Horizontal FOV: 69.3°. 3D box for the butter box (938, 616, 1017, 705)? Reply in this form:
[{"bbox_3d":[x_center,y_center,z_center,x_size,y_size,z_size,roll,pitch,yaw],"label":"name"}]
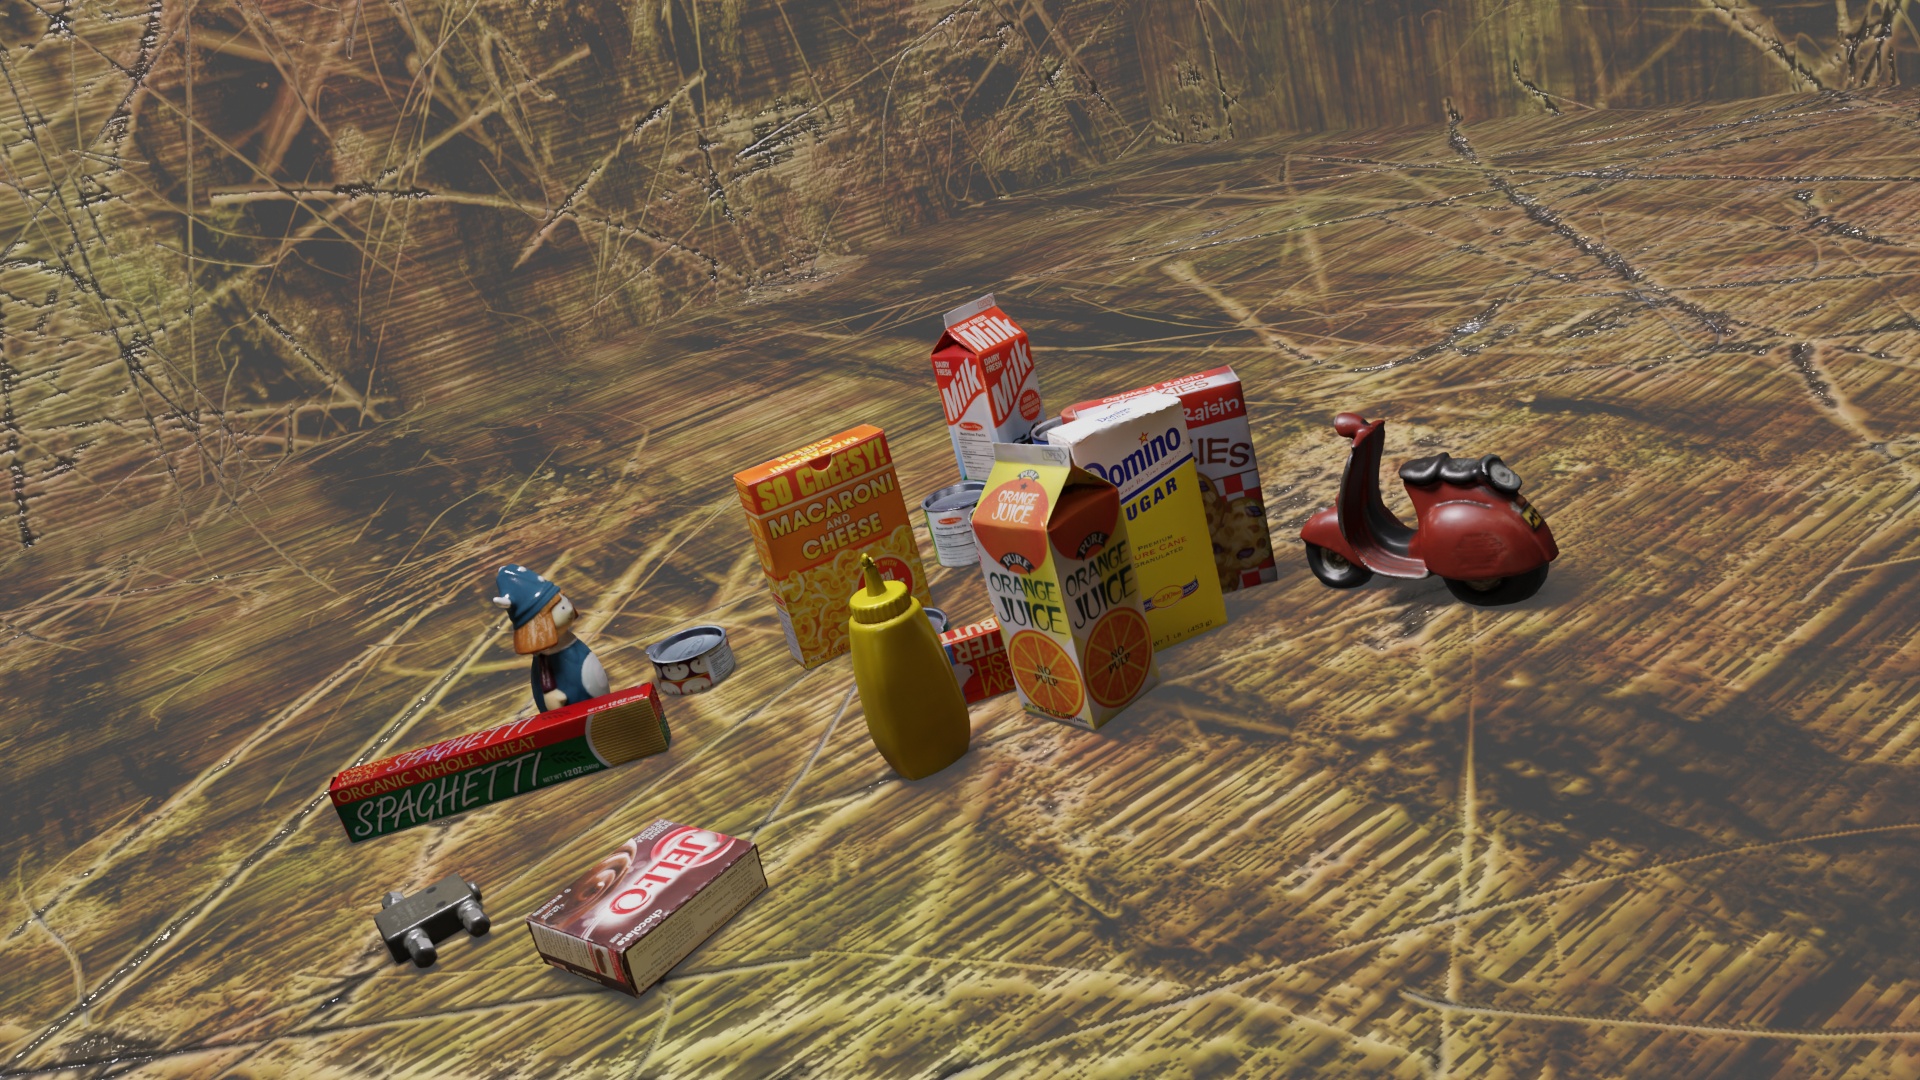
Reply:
[{"bbox_3d":[0.012,0.088,1.004,0.103,0.053,0.024,-18,21,-7],"label":"butter box"}]

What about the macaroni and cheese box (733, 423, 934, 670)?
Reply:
[{"bbox_3d":[-0.100,0.004,1.134,0.124,0.165,0.040,-24,22,-22],"label":"macaroni and cheese box"}]

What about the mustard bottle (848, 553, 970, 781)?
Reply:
[{"bbox_3d":[-0.040,0.078,0.916,0.065,0.159,0.049,-25,22,-24],"label":"mustard bottle"}]

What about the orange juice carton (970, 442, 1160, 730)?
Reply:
[{"bbox_3d":[0.068,0.024,0.934,0.073,0.192,0.072,-31,25,-35],"label":"orange juice carton"}]

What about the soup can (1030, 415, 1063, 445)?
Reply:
[{"bbox_3d":[0.109,-0.068,1.291,0.071,0.083,0.071,-13,21,5],"label":"soup can"}]

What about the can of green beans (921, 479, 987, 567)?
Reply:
[{"bbox_3d":[0.004,-0.015,1.264,0.071,0.057,0.071,-13,21,5],"label":"can of green beans"}]

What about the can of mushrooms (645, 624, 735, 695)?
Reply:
[{"bbox_3d":[-0.226,0.100,1.164,0.071,0.033,0.071,-13,21,5],"label":"can of mushrooms"}]

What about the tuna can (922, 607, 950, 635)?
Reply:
[{"bbox_3d":[-0.037,0.081,1.083,0.071,0.032,0.071,-13,21,5],"label":"tuna can"}]

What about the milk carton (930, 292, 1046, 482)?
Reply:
[{"bbox_3d":[0.030,-0.146,1.393,0.073,0.189,0.073,-31,26,-36],"label":"milk carton"}]

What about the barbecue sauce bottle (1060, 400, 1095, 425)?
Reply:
[{"bbox_3d":[0.115,-0.038,1.119,0.065,0.148,0.044,-20,21,-13],"label":"barbecue sauce bottle"}]

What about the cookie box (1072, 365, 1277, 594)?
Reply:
[{"bbox_3d":[0.163,-0.036,1.055,0.123,0.166,0.040,-15,20,2],"label":"cookie box"}]

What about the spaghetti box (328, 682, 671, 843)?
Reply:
[{"bbox_3d":[-0.347,0.168,1.050,0.250,0.050,0.029,-16,21,-3],"label":"spaghetti box"}]
